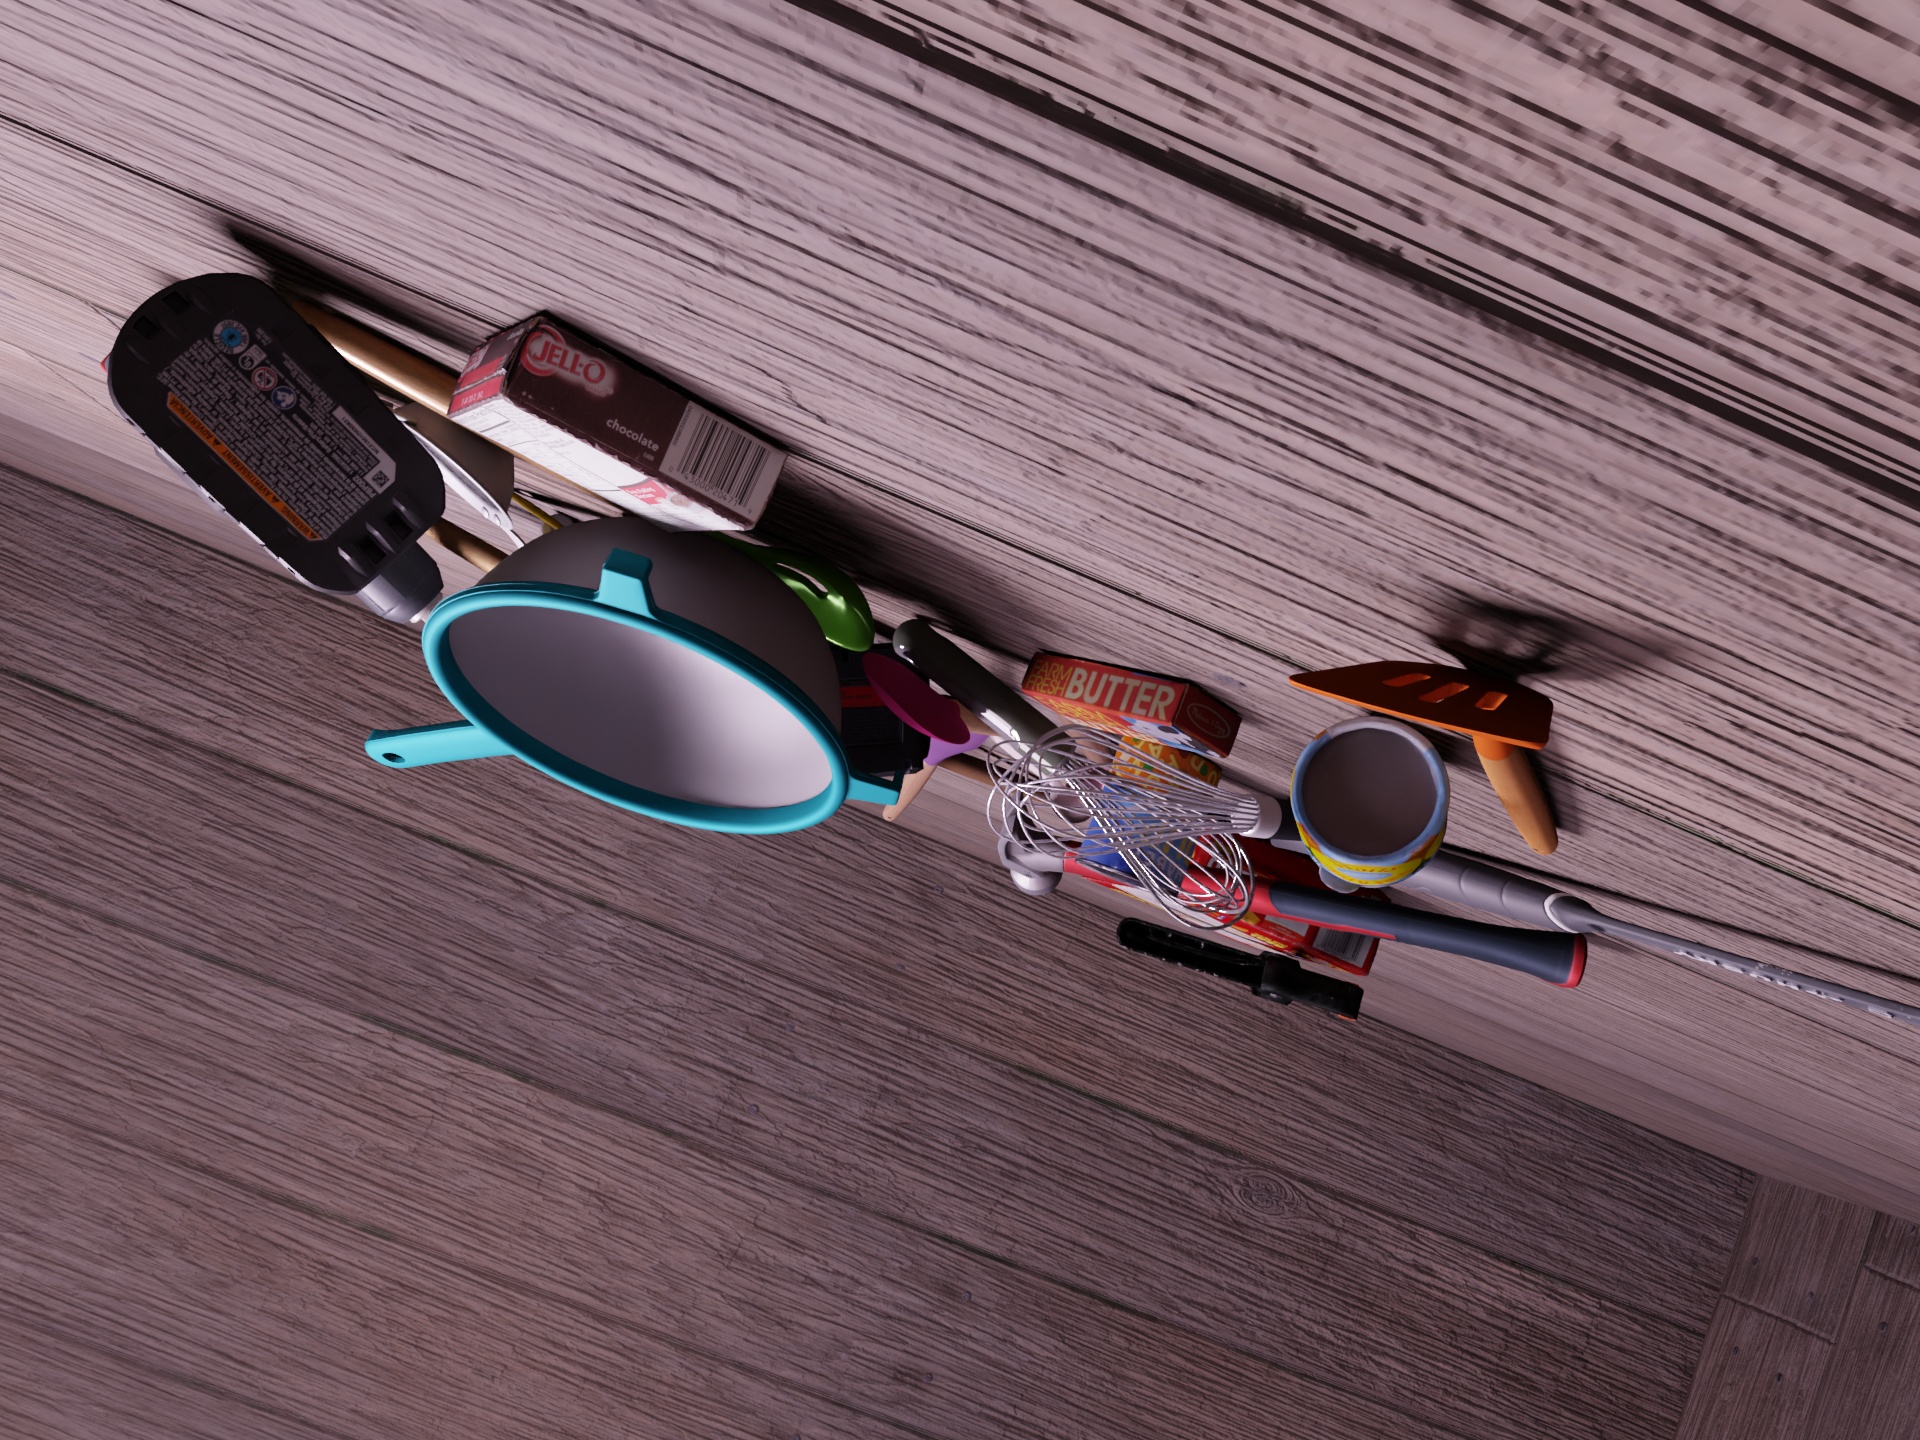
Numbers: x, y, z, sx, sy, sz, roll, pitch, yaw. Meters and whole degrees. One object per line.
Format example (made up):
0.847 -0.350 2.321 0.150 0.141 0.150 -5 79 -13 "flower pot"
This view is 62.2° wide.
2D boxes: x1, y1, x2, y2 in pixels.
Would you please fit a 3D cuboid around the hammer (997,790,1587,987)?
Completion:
0.216 0.115 1.055 0.386 0.038 0.143 11 161 12 "hammer"

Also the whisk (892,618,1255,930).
0.061 0.027 0.867 0.246 0.059 0.057 39 160 0 "whisk"

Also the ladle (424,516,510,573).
-0.332 -0.119 1.035 0.315 0.031 0.069 30 162 5 "ladle"

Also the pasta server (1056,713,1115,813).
0.080 0.023 1.000 0.060 0.040 0.316 43 178 19 "pasta server"

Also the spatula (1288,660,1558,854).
0.207 0.023 0.618 0.081 0.041 0.322 17 172 29 "spatula"

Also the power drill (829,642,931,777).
-0.134 -0.010 1.016 0.187 0.080 0.227 -4 -175 -24 "power drill"

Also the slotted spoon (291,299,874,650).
-0.170 -0.115 0.767 0.313 0.031 0.070 28 163 -26 "slotted spoon"

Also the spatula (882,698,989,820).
-0.030 0.035 1.253 0.059 0.018 0.315 19 159 -6 "spatula"

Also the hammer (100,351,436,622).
-0.376 -0.106 1.005 0.358 0.037 0.149 47 178 -31 "hammer"

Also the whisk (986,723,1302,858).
0.129 0.045 0.819 0.284 0.070 0.070 9 -178 -36 "whisk"

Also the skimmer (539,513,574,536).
-0.281 -0.103 1.169 0.127 0.090 0.363 27 162 -6 "skimmer"

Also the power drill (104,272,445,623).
-0.311 -0.118 0.746 0.190 0.080 0.229 49 166 -21 "power drill"

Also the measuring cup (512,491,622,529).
-0.218 -0.116 0.943 0.157 0.029 0.062 31 179 32 "measuring cup"

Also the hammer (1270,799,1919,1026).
0.351 0.110 0.861 0.409 0.036 0.149 17 172 38 "hammer"

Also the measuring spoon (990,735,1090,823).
0.049 0.039 1.143 0.124 0.018 0.034 40 171 44 "measuring spoon"

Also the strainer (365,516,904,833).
-0.191 -0.028 0.813 0.340 0.095 0.210 -7 144 40 "strainer"

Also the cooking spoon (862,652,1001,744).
-0.001 -0.003 0.936 0.069 0.017 0.319 45 -173 11 "cooking spoon"

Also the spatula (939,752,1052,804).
-0.008 0.020 1.305 0.317 0.044 0.082 22 173 -43 "spatula"

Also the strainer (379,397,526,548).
-0.226 -0.090 0.828 0.087 0.050 0.258 32 159 37 "strainer"
